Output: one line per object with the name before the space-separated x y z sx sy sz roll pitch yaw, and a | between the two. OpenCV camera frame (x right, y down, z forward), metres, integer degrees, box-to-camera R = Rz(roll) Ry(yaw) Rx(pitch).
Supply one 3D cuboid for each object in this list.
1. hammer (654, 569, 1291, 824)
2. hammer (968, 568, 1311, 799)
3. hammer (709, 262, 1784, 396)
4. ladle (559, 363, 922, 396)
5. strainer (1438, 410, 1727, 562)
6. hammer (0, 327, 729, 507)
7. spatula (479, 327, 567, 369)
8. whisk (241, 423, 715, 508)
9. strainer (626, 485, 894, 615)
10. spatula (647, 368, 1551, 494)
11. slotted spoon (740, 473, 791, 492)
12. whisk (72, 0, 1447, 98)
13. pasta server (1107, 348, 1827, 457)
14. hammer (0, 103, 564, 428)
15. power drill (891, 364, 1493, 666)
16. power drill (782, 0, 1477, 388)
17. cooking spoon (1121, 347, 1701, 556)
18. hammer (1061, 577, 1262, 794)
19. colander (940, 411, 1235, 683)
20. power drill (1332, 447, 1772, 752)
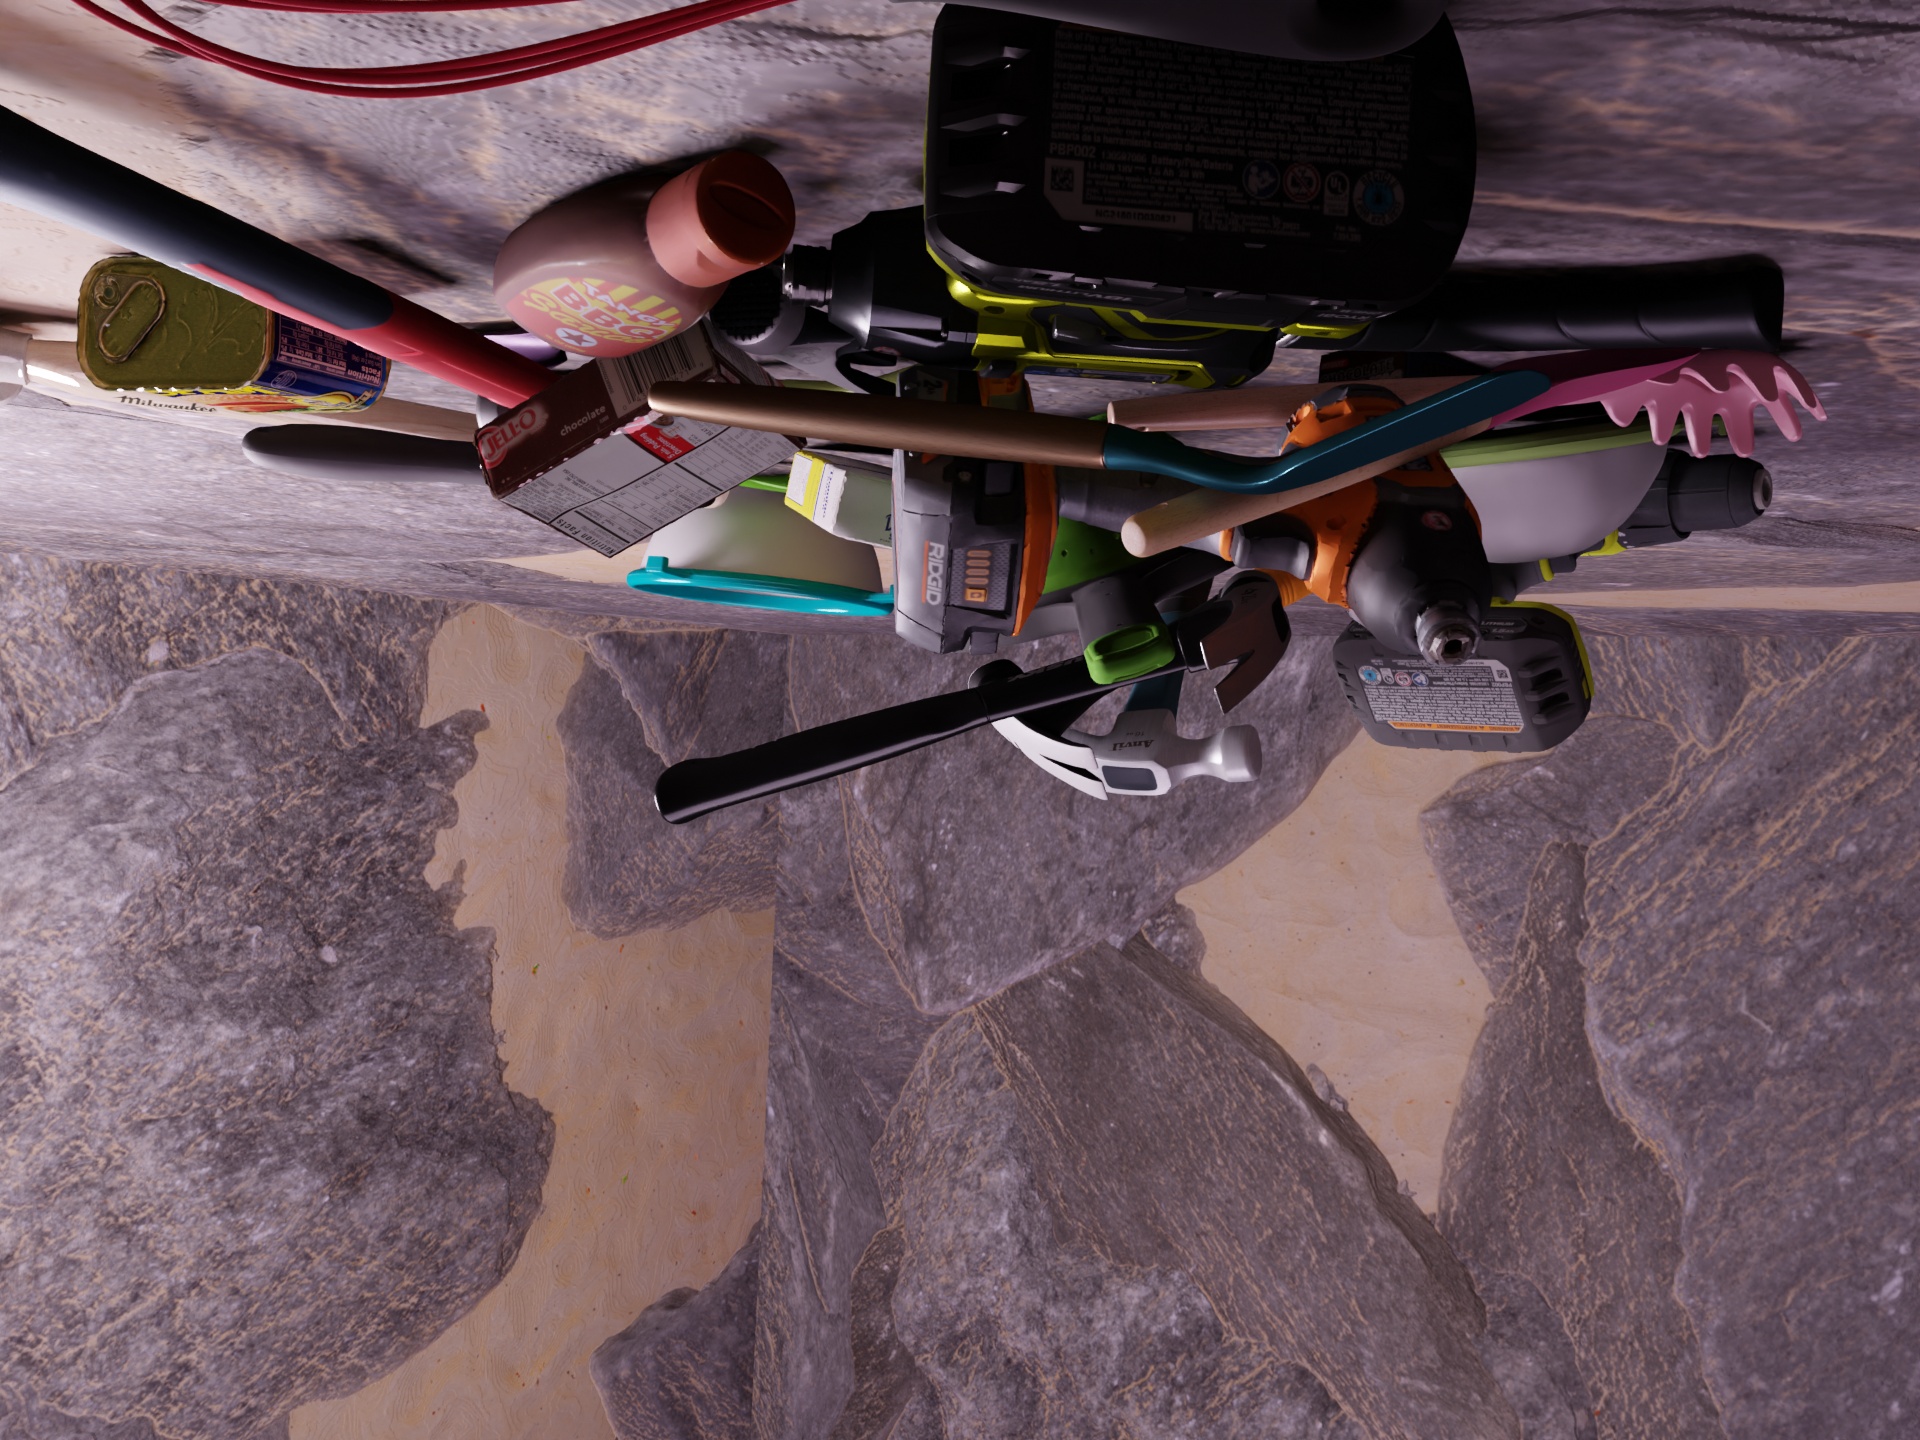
hammer | -0.001 -0.003 0.797 0.335 0.035 0.146 -16 -167 15
hammer | 0.173 -0.071 0.887 0.337 0.034 0.127 -30 -147 -13
hammer | 0.114 -0.160 0.650 0.409 0.036 0.149 2 -179 15
ladle | -0.115 -0.160 0.837 0.320 0.062 0.078 6 -159 21
strainer | 0.246 -0.107 0.808 0.256 0.069 0.151 -13 -170 -16
hammer | -0.322 -0.166 0.863 0.410 0.038 0.146 7 177 -25
spatula | -0.176 -0.181 0.722 0.059 0.018 0.316 6 179 -35
whisk | -0.247 -0.132 0.831 0.239 0.055 0.055 3 180 -14
strainer | -0.170 -0.143 1.319 0.211 0.095 0.340 5 -179 -16
spatula | 0.029 -0.106 0.537 0.317 0.044 0.082 10 -169 23
slotted spoon | -0.095 -0.172 1.166 0.313 0.031 0.070 1 -179 -17
whisk | -0.032 -0.157 0.317 0.295 0.073 0.073 -3 -178 -17
pasta server | 0.223 -0.137 0.703 0.316 0.040 0.060 -4 167 -5
hammer | -0.230 -0.162 0.616 0.143 0.038 0.386 6 178 21
power drill | 0.088 -0.075 0.616 0.226 0.084 0.164 1 -145 -5
power drill | 0.037 -0.144 0.477 0.171 0.080 0.223 2 -177 -9
cooking spoon | 0.179 -0.110 0.600 0.319 0.017 0.069 -22 -156 -33
hammer | 0.134 -0.066 0.971 0.128 0.033 0.331 -6 -146 22
colander | 0.063 -0.098 0.809 0.204 0.094 0.397 -18 -169 6
power drill | 0.331 -0.082 0.900 0.191 0.080 0.228 3 -140 44
